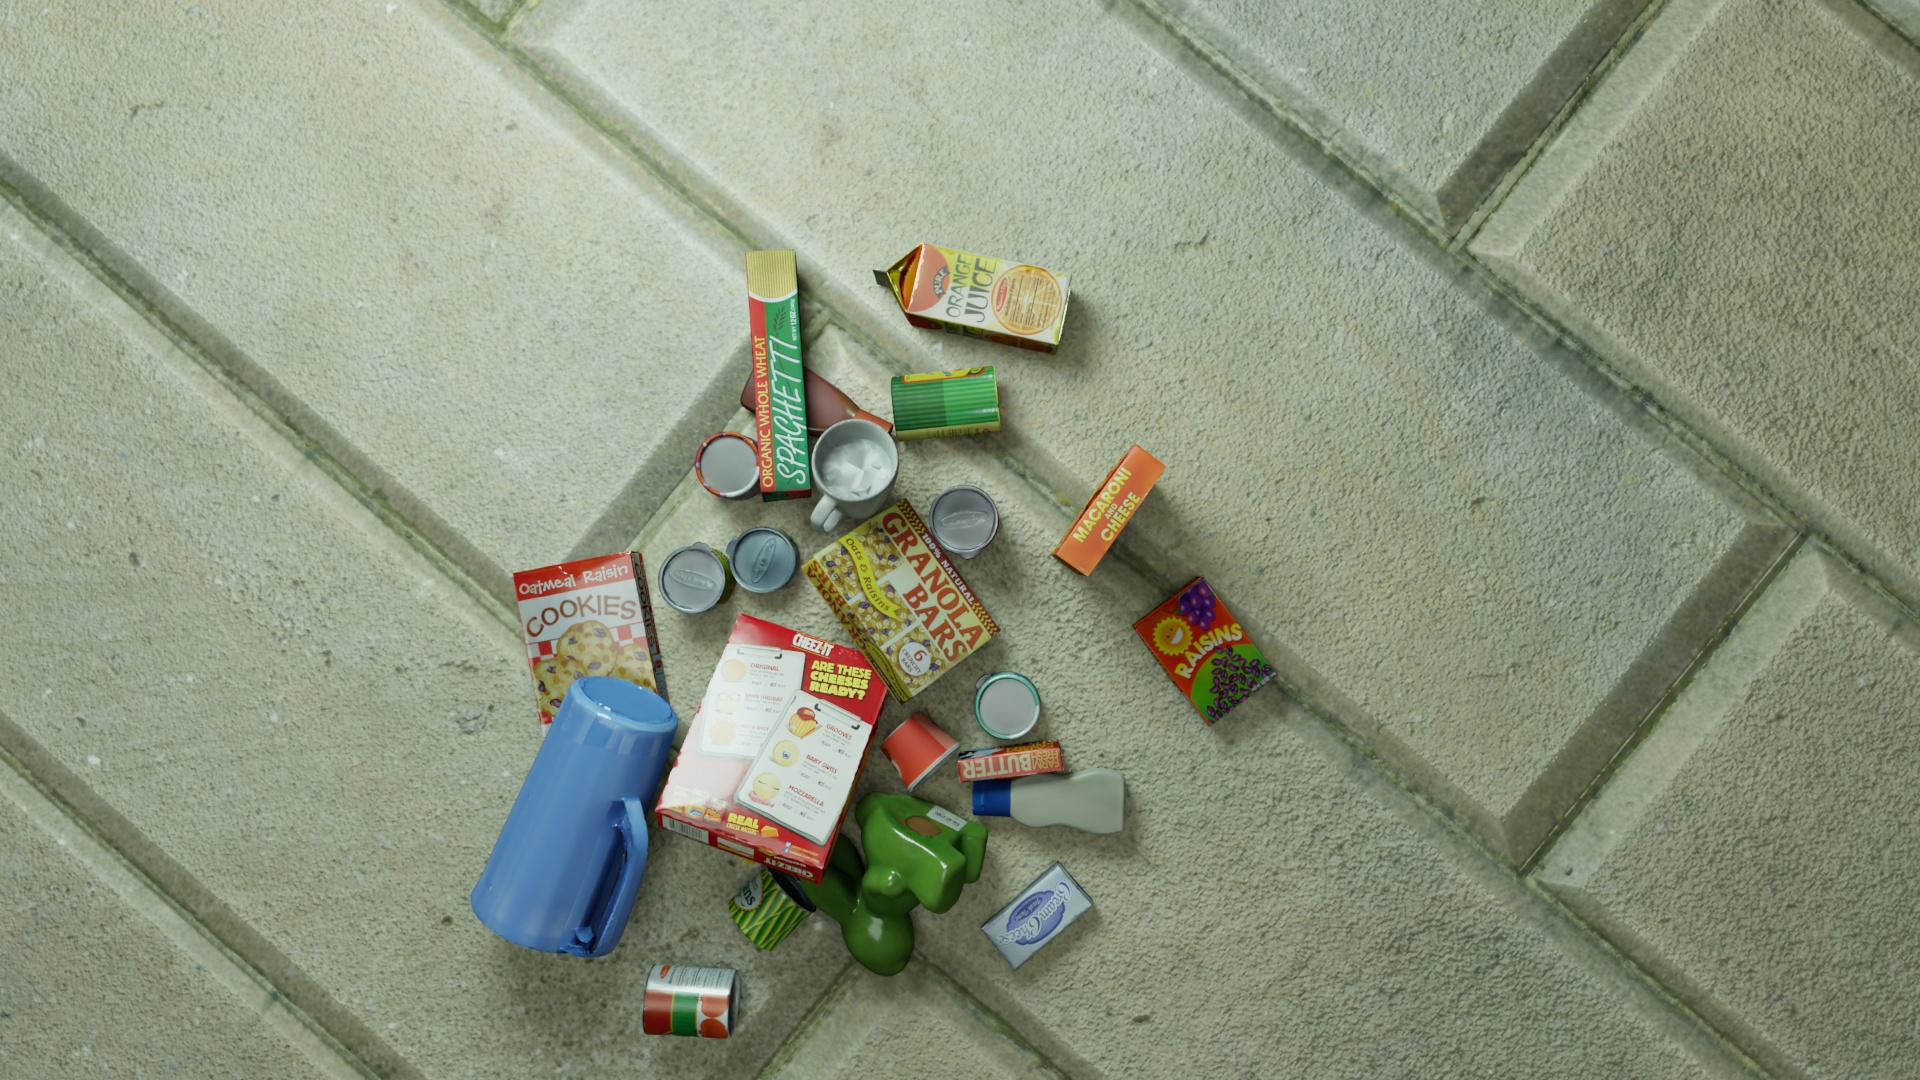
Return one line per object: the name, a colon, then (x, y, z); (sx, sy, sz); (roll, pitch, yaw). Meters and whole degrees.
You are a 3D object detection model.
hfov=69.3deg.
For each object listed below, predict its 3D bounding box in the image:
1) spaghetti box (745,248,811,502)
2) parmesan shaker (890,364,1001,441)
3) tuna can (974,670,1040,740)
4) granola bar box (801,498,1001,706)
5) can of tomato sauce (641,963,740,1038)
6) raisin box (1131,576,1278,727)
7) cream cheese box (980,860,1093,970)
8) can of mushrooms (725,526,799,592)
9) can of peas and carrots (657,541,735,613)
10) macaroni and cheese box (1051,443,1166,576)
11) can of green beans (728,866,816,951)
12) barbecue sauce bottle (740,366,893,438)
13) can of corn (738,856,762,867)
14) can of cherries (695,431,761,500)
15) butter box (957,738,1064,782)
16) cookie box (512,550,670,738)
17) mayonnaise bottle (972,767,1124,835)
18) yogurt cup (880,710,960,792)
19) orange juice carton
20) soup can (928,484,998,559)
spaghetti box: (-0.177, -0.162, 1.350); (0.050, 0.028, 0.250); (-4, 78, -5)
parmesan shaker: (-0.014, -0.135, 1.365); (0.103, 0.071, 0.071); (-6, 89, 2)
tuna can: (0.045, 0.162, 1.376); (0.071, 0.033, 0.071); (0, 89, 2)
granola bar box: (-0.056, 0.057, 1.348); (0.125, 0.039, 0.165); (-34, 87, -34)
can of tomato sauce: (-0.263, 0.455, 1.364); (0.083, 0.071, 0.071); (3, 89, 2)
raisin box: (0.239, 0.108, 1.367); (0.086, 0.040, 0.123); (-37, 87, 2)
cream cheese box: (0.075, 0.370, 1.374); (0.104, 0.024, 0.053); (-40, 88, 1)
can of mushrooms: (-0.197, 0.018, 1.388); (0.071, 0.033, 0.071); (0, 90, 2)
can of peas and carrots: (-0.260, 0.036, 1.377); (0.071, 0.058, 0.071); (0, 88, 2)
macaroni and cheese box: (0.136, -0.026, 1.310); (0.040, 0.166, 0.123); (36, 90, 3)
can of green beans: (-0.185, 0.359, 1.363); (0.058, 0.071, 0.071); (-44, 88, 1)
barbecue sauce bottle: (-0.141, -0.131, 1.384); (0.148, 0.043, 0.065); (25, 86, 2)
can of corn: (-0.201, 0.276, 1.365); (0.058, 0.071, 0.071); (-45, 88, 1)
can of cherries: (-0.227, -0.075, 1.378); (0.071, 0.058, 0.071); (0, 89, 2)
butter box: (0.049, 0.216, 1.364); (0.103, 0.053, 0.024); (-8, 91, 2)
cookie box: (-0.368, 0.103, 1.388); (0.123, 0.040, 0.167); (-11, 88, 2)
mayonnaise bottle: (0.086, 0.255, 1.369); (0.148, 0.041, 0.064); (2, 88, 3)
yogurt cup: (-0.042, 0.205, 1.363); (0.072, 0.072, 0.054); (-43, 80, 1)
orange juice carton: (0.009, -0.241, 1.367); (0.193, 0.072, 0.073); (12, 89, 2)
soup can: (0.005, -0.017, 1.356); (0.071, 0.084, 0.071); (0, 89, 3)
